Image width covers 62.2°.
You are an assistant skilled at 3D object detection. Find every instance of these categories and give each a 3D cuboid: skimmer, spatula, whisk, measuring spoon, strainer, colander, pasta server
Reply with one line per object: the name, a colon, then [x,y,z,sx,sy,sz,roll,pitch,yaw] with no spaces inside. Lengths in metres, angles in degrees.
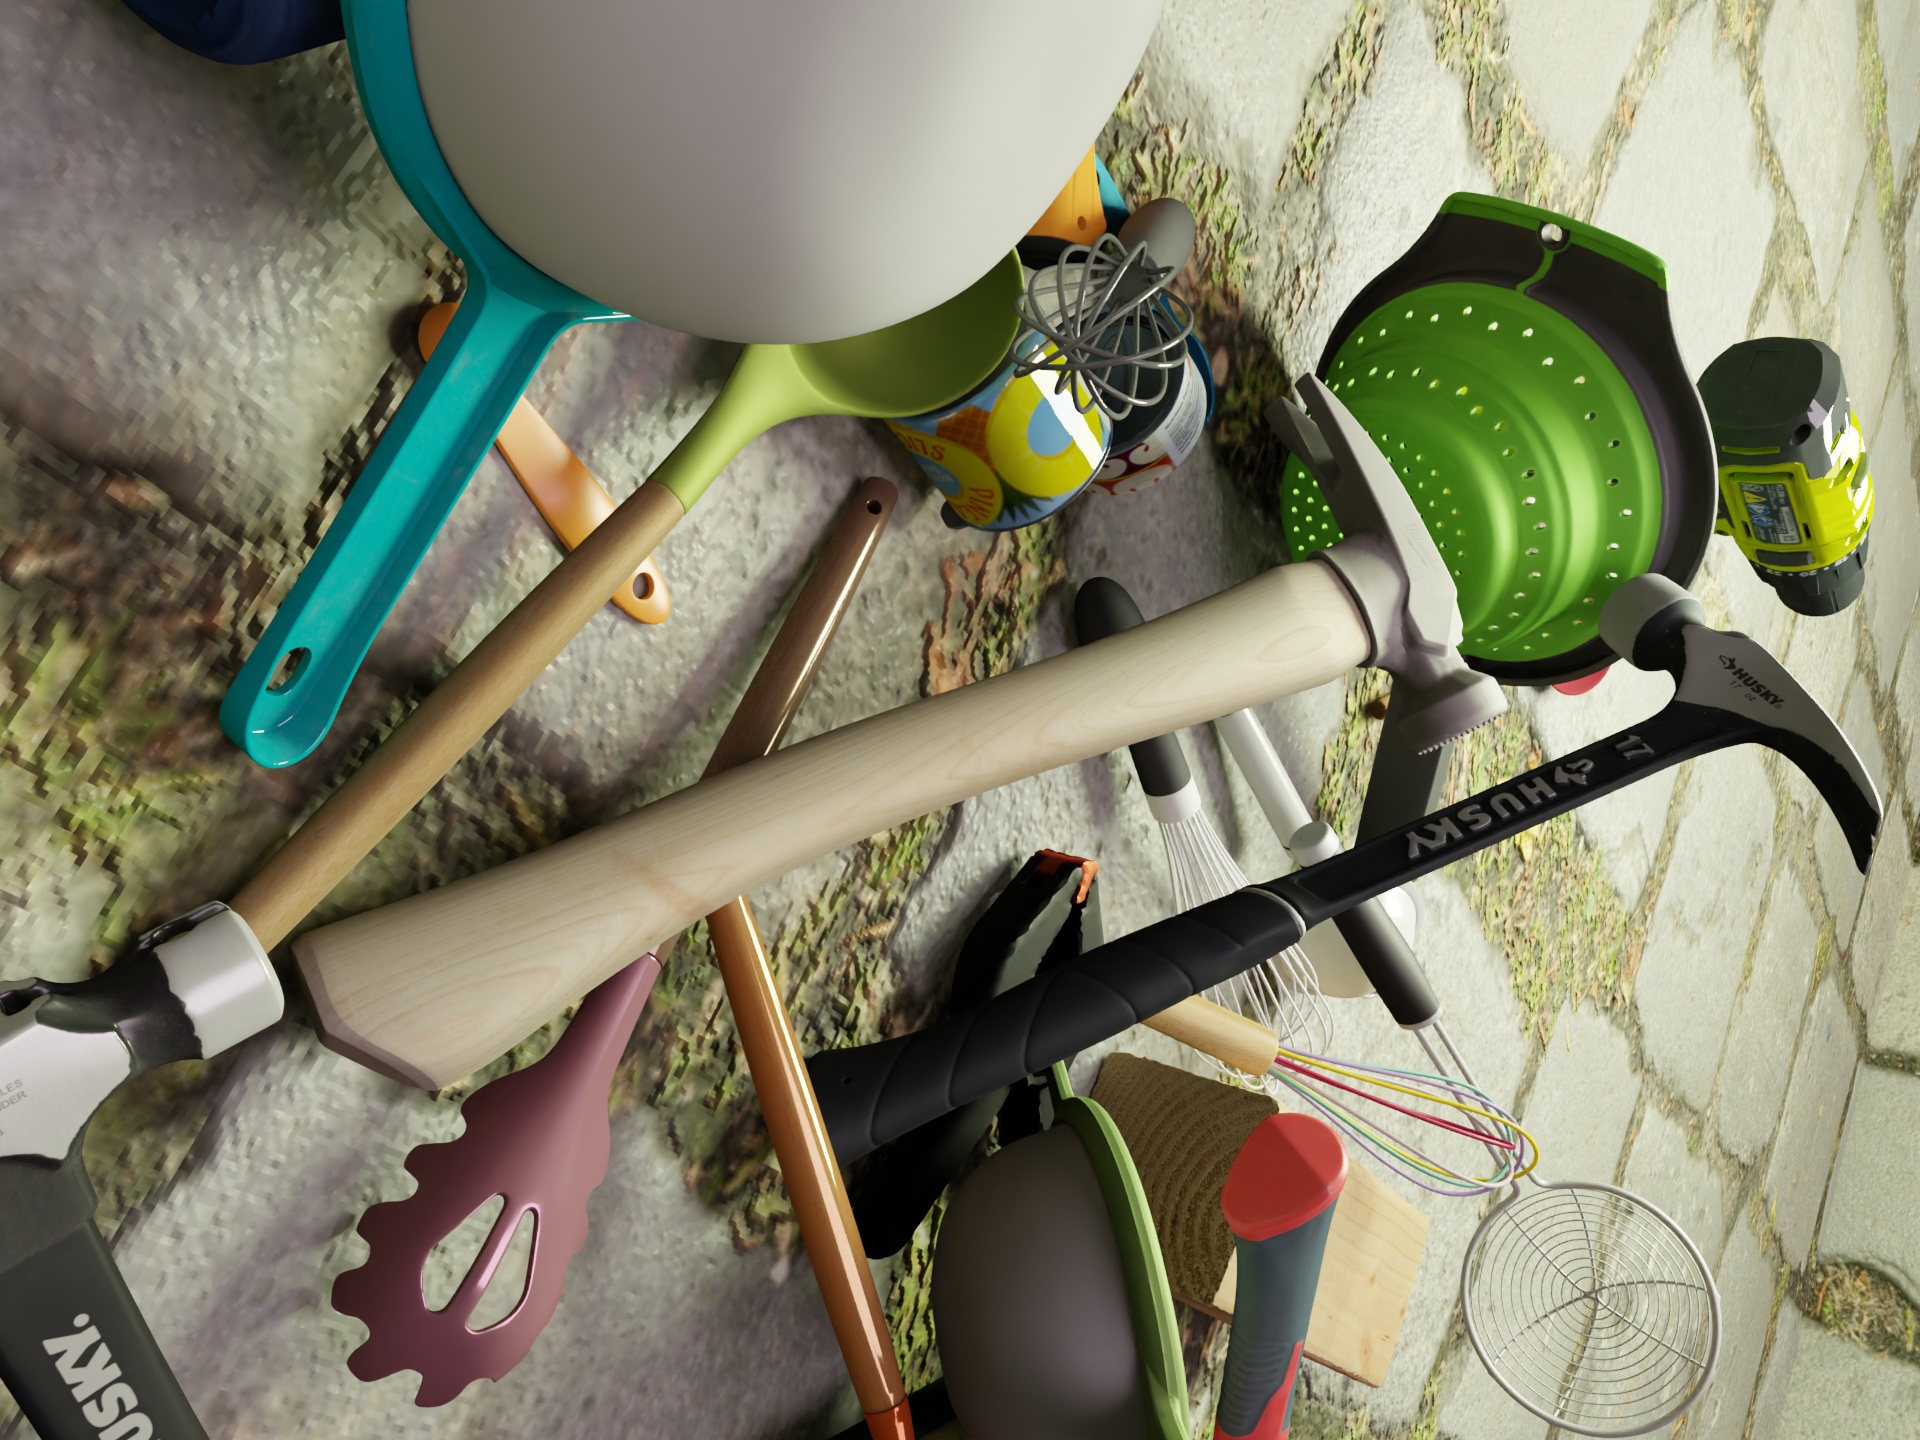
skimmer: [0.259,0.206,0.788,0.363,0.127,0.090,55,21,-21]
spatula: [-0.025,0.194,0.519,0.041,0.081,0.322,-18,90,-29]
whisk: [0.155,0.153,0.705,0.245,0.047,0.051,26,72,-14]
measuring spoon: [-0.113,-0.069,0.453,0.021,0.011,0.116,-56,135,-27]
strainer: [0.034,0.221,0.503,0.069,0.256,0.151,-6,101,-8]
strainer: [0.172,0.067,0.790,0.087,0.050,0.258,-30,119,5]
measuring spoon: [0.069,-0.176,0.654,0.128,0.021,0.042,58,41,-27]
colander: [0.207,-0.033,0.745,0.094,0.205,0.396,-27,136,-32]
pasta server: [-0.088,0.049,0.487,0.060,0.040,0.316,33,62,-17]
whisk: [0.103,0.059,0.710,0.070,0.070,0.284,-45,124,-35]
whisk: [0.060,-0.152,0.543,0.239,0.055,0.055,-64,145,-61]
strainer: [-0.052,-0.109,0.353,0.340,0.095,0.211,-55,160,9]

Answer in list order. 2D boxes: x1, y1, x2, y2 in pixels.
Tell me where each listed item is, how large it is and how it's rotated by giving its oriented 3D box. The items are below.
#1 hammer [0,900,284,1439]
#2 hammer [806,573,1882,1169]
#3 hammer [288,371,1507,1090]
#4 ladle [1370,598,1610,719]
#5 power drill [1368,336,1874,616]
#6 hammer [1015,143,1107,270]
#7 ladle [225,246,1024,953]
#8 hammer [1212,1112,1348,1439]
hammer: [-0.189,0.217,0.393,0.146,0.035,0.334,-31,123,-35]
hammer: [0.132,0.067,0.577,0.409,0.149,0.036,-23,131,-8]
hammer: [-0.001,-0.002,0.502,0.410,0.038,0.146,-21,80,-28]
ladle: [0.336,-0.031,0.990,0.315,0.031,0.069,-14,105,-46]
power drill: [0.344,-0.117,0.821,0.190,0.229,0.080,40,67,-46]
hammer: [0.044,-0.336,0.574,0.127,0.034,0.337,1,97,-51]
ladle: [-0.091,-0.042,0.440,0.320,0.062,0.078,-52,138,-24]
hammer: [0.138,0.291,0.681,0.143,0.038,0.386,-19,133,-20]
